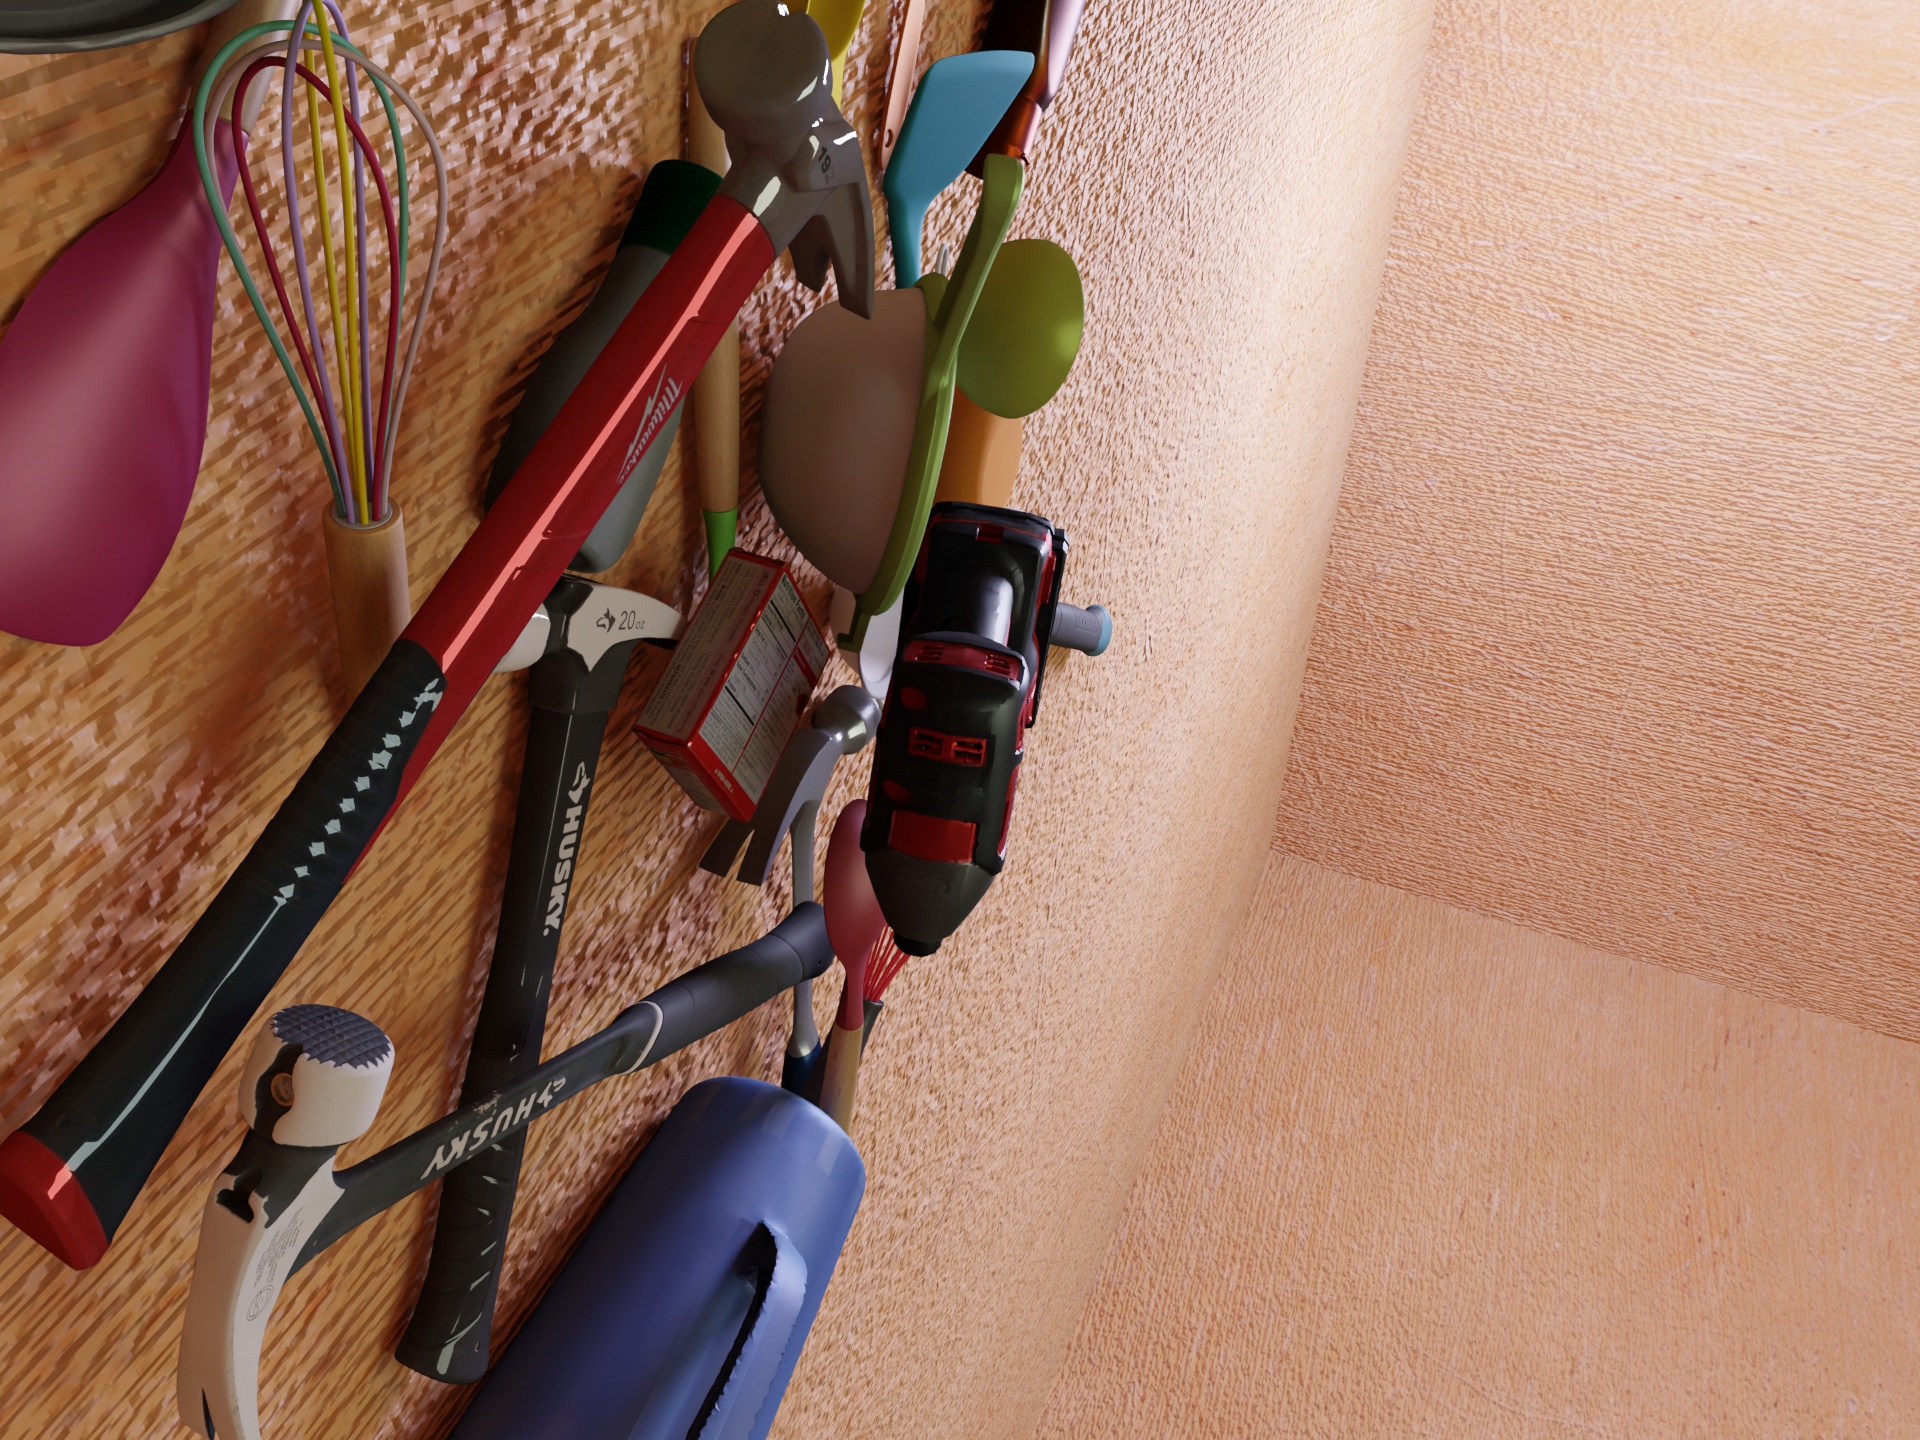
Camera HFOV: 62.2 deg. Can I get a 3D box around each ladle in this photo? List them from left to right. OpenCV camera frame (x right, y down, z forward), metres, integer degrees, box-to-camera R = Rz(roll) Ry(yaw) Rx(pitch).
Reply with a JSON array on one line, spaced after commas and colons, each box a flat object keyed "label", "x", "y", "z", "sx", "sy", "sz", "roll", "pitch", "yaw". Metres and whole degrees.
[{"label": "ladle", "x": -0.061, "y": 0.172, "z": 0.815, "sx": 0.069, "sy": 0.031, "sz": 0.315, "roll": -53, "pitch": 158, "yaw": -52}, {"label": "ladle", "x": 0.029, "y": -0.193, "z": 0.818, "sx": 0.320, "sy": 0.062, "sz": 0.078, "roll": -71, "pitch": 172, "yaw": -80}]

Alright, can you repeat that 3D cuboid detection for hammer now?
[{"label": "hammer", "x": -0.143, "y": -0.020, "z": 0.471, "sx": 0.386, "sy": 0.038, "sz": 0.143, "roll": -58, "pitch": 170, "yaw": -10}, {"label": "hammer", "x": -0.171, "y": 0.106, "z": 0.623, "sx": 0.146, "sy": 0.035, "sz": 0.334, "roll": -15, "pitch": 120, "yaw": -69}, {"label": "hammer", "x": -0.138, "y": 0.134, "z": 0.617, "sx": 0.149, "sy": 0.036, "sz": 0.409, "roll": -68, "pitch": 165, "yaw": 12}, {"label": "hammer", "x": -0.095, "y": 0.182, "z": 0.923, "sx": 0.144, "sy": 0.035, "sz": 0.405, "roll": -52, "pitch": 152, "yaw": -51}, {"label": "hammer", "x": 0.065, "y": -0.076, "z": 1.193, "sx": 0.331, "sy": 0.033, "sz": 0.128, "roll": 1, "pitch": 103, "yaw": -72}]

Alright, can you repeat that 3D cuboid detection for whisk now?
[{"label": "whisk", "x": -0.165, "y": -0.072, "z": 0.432, "sx": 0.051, "sy": 0.047, "sz": 0.244, "roll": -38, "pitch": 153, "yaw": -41}, {"label": "whisk", "x": -0.045, "y": 0.136, "z": 0.887, "sx": 0.296, "sy": 0.073, "sz": 0.073, "roll": -67, "pitch": 163, "yaw": 0}]

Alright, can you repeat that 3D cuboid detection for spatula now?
[{"label": "spatula", "x": -0.022, "y": -0.177, "z": 0.814, "sx": 0.082, "sy": 0.044, "sz": 0.317, "roll": -30, "pitch": 136, "yaw": -47}]

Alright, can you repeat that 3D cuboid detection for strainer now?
[{"label": "strainer", "x": -0.039, "y": -0.143, "z": 0.644, "sx": 0.256, "sy": 0.069, "sz": 0.152, "roll": 125, "pitch": -28, "yaw": -64}, {"label": "strainer", "x": -0.032, "y": -0.114, "z": 0.809, "sx": 0.087, "sy": 0.050, "sz": 0.258, "roll": -46, "pitch": 152, "yaw": -58}]

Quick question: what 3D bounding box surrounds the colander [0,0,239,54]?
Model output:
[{"label": "colander", "x": -0.112, "y": -0.243, "z": 0.336, "sx": 0.397, "sy": 0.094, "sz": 0.204, "roll": -33, "pitch": 134, "yaw": -58}]

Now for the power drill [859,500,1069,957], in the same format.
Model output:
[{"label": "power drill", "x": -0.001, "y": -0.002, "z": 0.720, "sx": 0.220, "sy": 0.078, "sz": 0.143, "roll": -79, "pitch": 178, "yaw": -61}]

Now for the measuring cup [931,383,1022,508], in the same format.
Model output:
[{"label": "measuring cup", "x": 0.001, "y": -0.117, "z": 0.923, "sx": 0.095, "sy": 0.052, "sz": 0.173, "roll": -56, "pitch": 153, "yaw": -45}]

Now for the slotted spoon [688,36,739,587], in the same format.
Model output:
[{"label": "slotted spoon", "x": -0.100, "y": -0.114, "z": 0.659, "sx": 0.070, "sy": 0.031, "sz": 0.313, "roll": -62, "pitch": 159, "yaw": -58}]

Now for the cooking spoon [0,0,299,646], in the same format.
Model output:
[{"label": "cooking spoon", "x": -0.174, "y": -0.171, "z": 0.391, "sx": 0.068, "sy": 0.017, "sz": 0.319, "roll": 24, "pitch": 83, "yaw": -75}]

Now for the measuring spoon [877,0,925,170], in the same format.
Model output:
[{"label": "measuring spoon", "x": -0.028, "y": -0.315, "z": 0.735, "sx": 0.021, "sy": 0.011, "sz": 0.116, "roll": -37, "pitch": 143, "yaw": -62}]

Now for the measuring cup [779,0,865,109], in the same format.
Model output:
[{"label": "measuring cup", "x": -0.066, "y": -0.256, "z": 0.656, "sx": 0.156, "sy": 0.029, "sz": 0.062, "roll": 104, "pitch": 13, "yaw": -50}]
